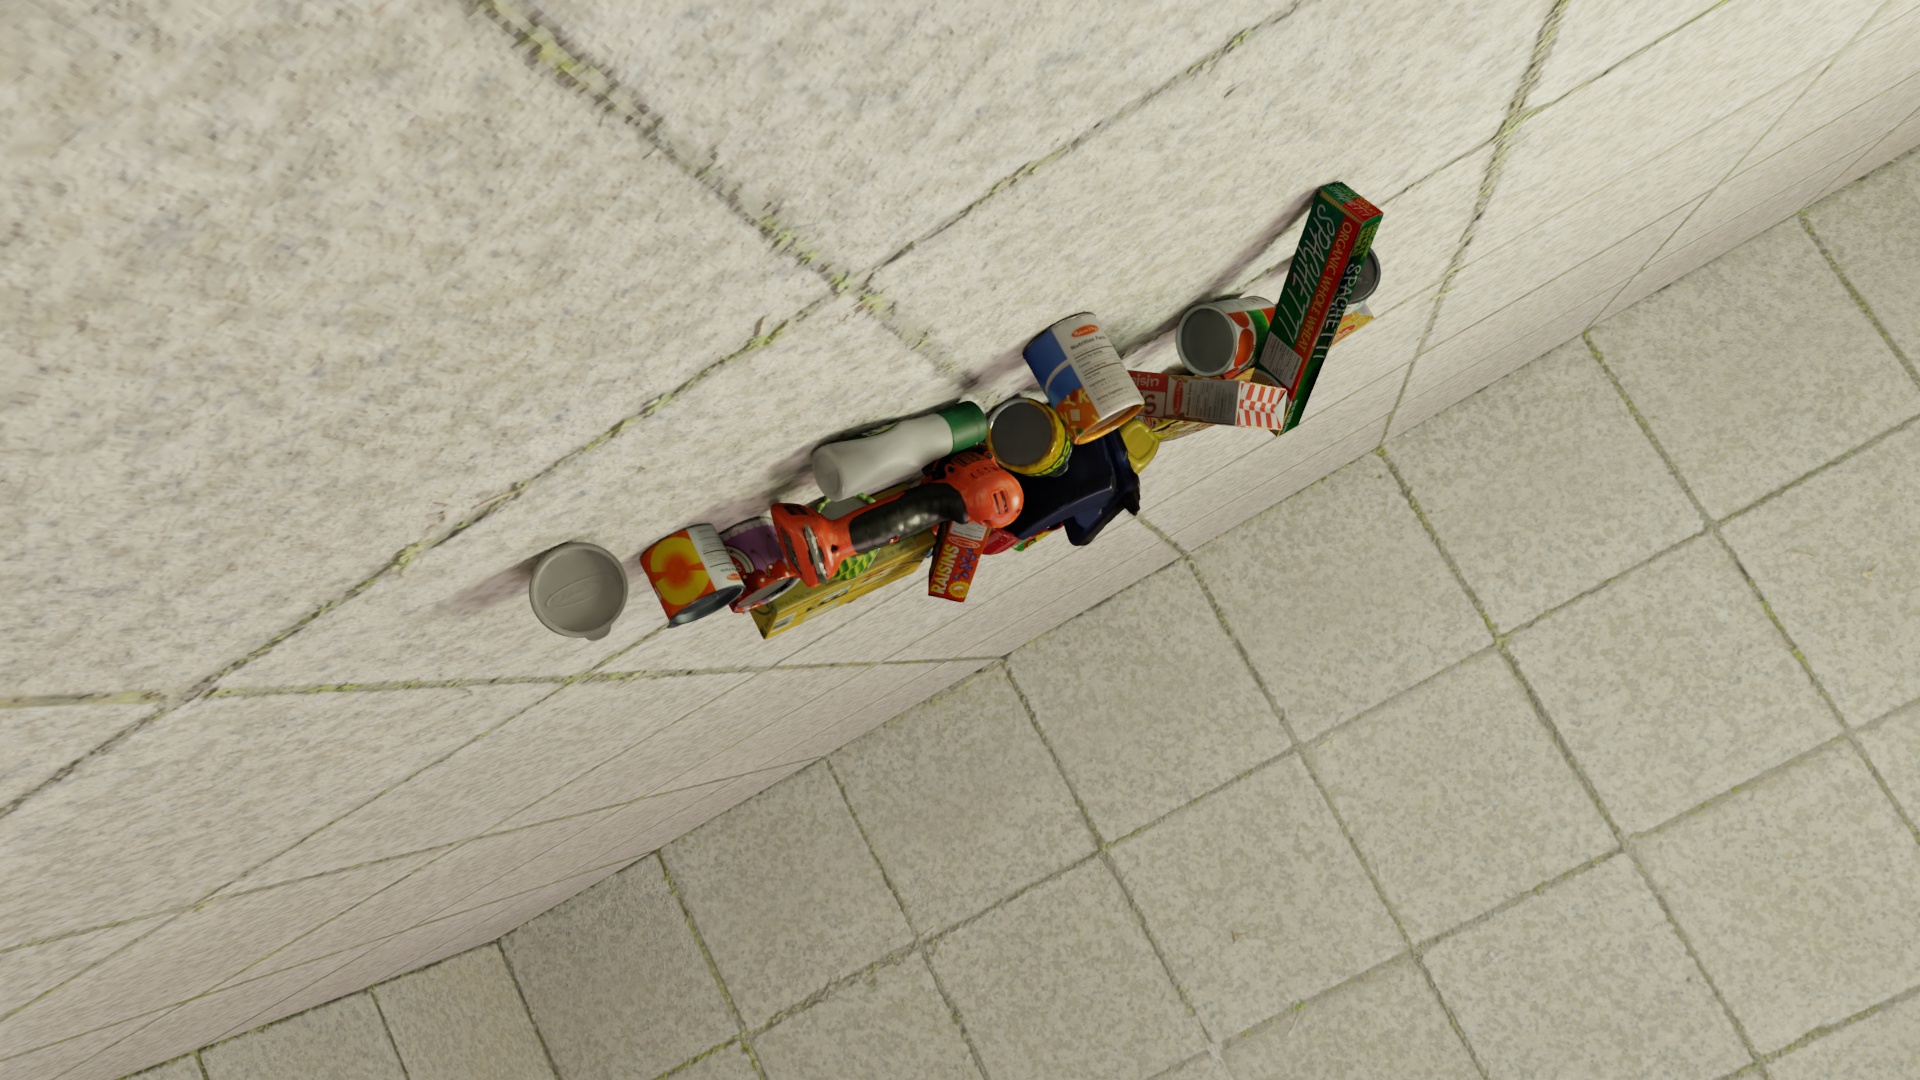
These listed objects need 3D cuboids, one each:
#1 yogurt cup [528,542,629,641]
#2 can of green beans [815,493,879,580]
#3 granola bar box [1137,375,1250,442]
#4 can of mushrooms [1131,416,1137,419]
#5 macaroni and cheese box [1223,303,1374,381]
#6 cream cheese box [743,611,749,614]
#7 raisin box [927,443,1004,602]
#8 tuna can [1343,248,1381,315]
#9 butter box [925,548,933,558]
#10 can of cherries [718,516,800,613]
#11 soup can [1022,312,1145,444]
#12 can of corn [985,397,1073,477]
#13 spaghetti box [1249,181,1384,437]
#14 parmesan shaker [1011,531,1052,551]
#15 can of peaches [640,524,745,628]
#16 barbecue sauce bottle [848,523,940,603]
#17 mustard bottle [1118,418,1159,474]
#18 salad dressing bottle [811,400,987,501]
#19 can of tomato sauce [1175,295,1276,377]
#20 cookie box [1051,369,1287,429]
[{"bbox_3d":[-0.272,0.039,0.994,0.072,0.072,0.054,-25,177,-18],"label":"yogurt cup"},{"bbox_3d":[-0.102,-0.004,1.221,0.071,0.071,0.057,-24,168,-22],"label":"can of green beans"},{"bbox_3d":[0.241,-0.139,1.479,0.124,0.039,0.166,-22,175,33],"label":"granola bar box"},{"bbox_3d":[0.142,-0.124,1.370,0.071,0.033,0.071,-28,169,-6],"label":"can of mushrooms"},{"bbox_3d":[0.350,-0.215,1.454,0.123,0.040,0.167,-35,168,31],"label":"macaroni and cheese box"},{"bbox_3d":[-0.168,0.035,1.357,0.104,0.024,0.053,-24,168,-23],"label":"cream cheese box"},{"bbox_3d":[0.005,-0.016,1.279,0.040,0.086,0.122,14,130,-6],"label":"raisin box"},{"bbox_3d":[0.341,-0.240,1.248,0.071,0.071,0.032,-27,170,-7],"label":"tuna can"},{"bbox_3d":[-0.035,-0.004,1.517,0.053,0.024,0.103,-32,170,14],"label":"butter box"},{"bbox_3d":[-0.178,0.022,1.169,0.071,0.058,0.071,-28,170,-5],"label":"can of cherries"},{"bbox_3d":[0.096,-0.126,1.098,0.071,0.084,0.071,-27,170,-5],"label":"soup can"},{"bbox_3d":[0.062,-0.089,1.227,0.071,0.071,0.058,-31,168,14],"label":"can of corn"},{"bbox_3d":[0.294,-0.190,1.176,0.029,0.050,0.248,-28,150,-25],"label":"spaghetti box"},{"bbox_3d":[0.091,-0.040,1.547,0.103,0.071,0.071,-33,169,23],"label":"parmesan shaker"},{"bbox_3d":[-0.215,0.028,1.106,0.071,0.058,0.071,-27,170,-5],"label":"can of peaches"},{"bbox_3d":[-0.075,0.012,1.435,0.148,0.044,0.065,-34,168,25],"label":"barbecue sauce bottle"},{"bbox_3d":[0.134,-0.064,1.381,0.065,0.049,0.159,-46,-176,-35],"label":"mustard bottle"},{"bbox_3d":[-0.045,-0.074,1.097,0.148,0.044,0.064,-23,180,-34],"label":"salad dressing bottle"},{"bbox_3d":[0.243,-0.182,1.251,0.083,0.071,0.071,-17,164,-46],"label":"can of tomato sauce"},{"bbox_3d":[0.179,-0.124,1.194,0.167,0.040,0.123,9,-173,30],"label":"cookie box"}]
